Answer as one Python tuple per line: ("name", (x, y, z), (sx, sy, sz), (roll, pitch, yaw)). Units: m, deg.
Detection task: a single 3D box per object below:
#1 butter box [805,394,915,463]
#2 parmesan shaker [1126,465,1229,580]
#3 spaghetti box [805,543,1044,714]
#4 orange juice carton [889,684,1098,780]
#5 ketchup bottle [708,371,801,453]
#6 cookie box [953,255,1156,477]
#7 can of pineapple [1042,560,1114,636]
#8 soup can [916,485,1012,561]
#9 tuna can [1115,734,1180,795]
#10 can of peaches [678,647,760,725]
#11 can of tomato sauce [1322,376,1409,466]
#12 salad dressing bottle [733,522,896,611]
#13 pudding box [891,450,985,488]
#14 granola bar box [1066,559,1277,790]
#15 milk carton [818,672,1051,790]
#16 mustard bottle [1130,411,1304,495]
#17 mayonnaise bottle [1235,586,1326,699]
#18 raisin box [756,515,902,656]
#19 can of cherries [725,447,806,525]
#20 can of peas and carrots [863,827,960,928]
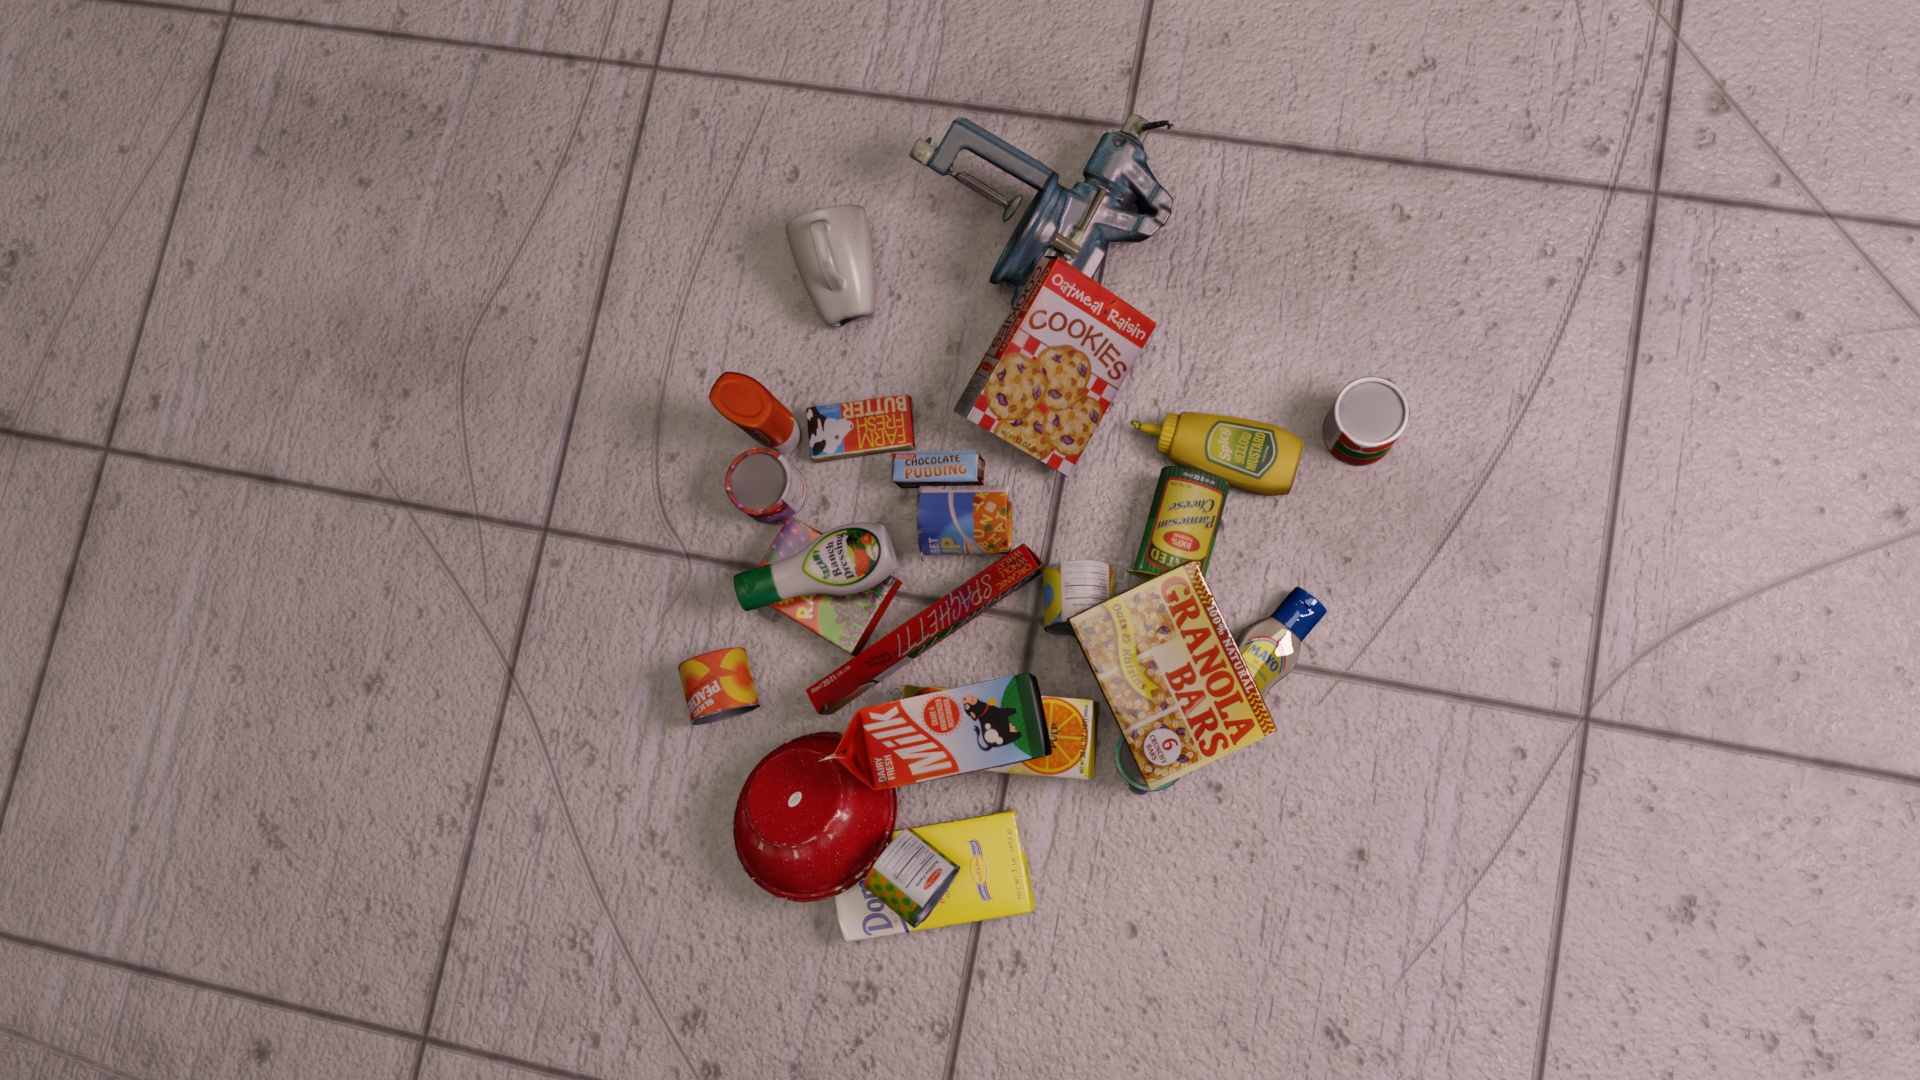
("butter box", (-0.096, -0.109, 1.354), (0.103, 0.024, 0.053), (-8, 81, 6))
("parmesan shaker", (0.200, -0.011, 1.278), (0.071, 0.071, 0.103), (15, 83, 10))
("spaghetti box", (-0.031, 0.084, 1.301), (0.250, 0.050, 0.029), (-34, 80, 1))
("orange juice carton", (0.027, 0.174, 1.267), (0.193, 0.073, 0.072), (4, 83, 9))
("ketchup bottle", (-0.184, -0.115, 1.303), (0.065, 0.148, 0.043), (32, 87, 12))
("cookie box", (0.089, -0.161, 1.286), (0.123, 0.040, 0.167), (28, 95, -26))
("can of pineapple", (0.109, 0.054, 1.279), (0.071, 0.071, 0.058), (-2, 75, 7))
("soup can", (0.005, -0.016, 1.305), (0.084, 0.071, 0.071), (0, 81, 7))
("tuna can", (0.173, 0.198, 1.265), (0.071, 0.033, 0.071), (-1, 80, 7))
("can of peaches", (-0.229, 0.137, 1.307), (0.071, 0.071, 0.058), (-17, 78, 5))
("can of tomato sauce", (0.370, -0.108, 1.264), (0.071, 0.083, 0.071), (-1, 81, 8))
("salad dressing bottle", (-0.135, 0.028, 1.286), (0.148, 0.044, 0.064), (-18, 78, 4))
("pudding box", (-0.021, -0.067, 1.325), (0.084, 0.049, 0.030), (0, 83, 7))
("granola bar box", (0.184, 0.116, 1.218), (0.124, 0.039, 0.165), (-25, 90, 0))
("milk carton", (-0.023, 0.169, 1.200), (0.190, 0.072, 0.073), (-13, 80, 7))
("mustard bottle", (0.235, -0.088, 1.295), (0.160, 0.048, 0.065), (15, 82, 9))
("mayonnaise bottle", (0.271, 0.108, 1.262), (0.065, 0.041, 0.148), (40, 88, 8))
("raisin box", (-0.131, 0.043, 1.326), (0.123, 0.040, 0.086), (30, 86, 10))
("can of cherries", (-0.190, -0.051, 1.339), (0.071, 0.058, 0.071), (-1, 81, 7))
("can of peas and carrots", (-0.043, 0.295, 1.215), (0.059, 0.071, 0.071), (36, 87, 14))
